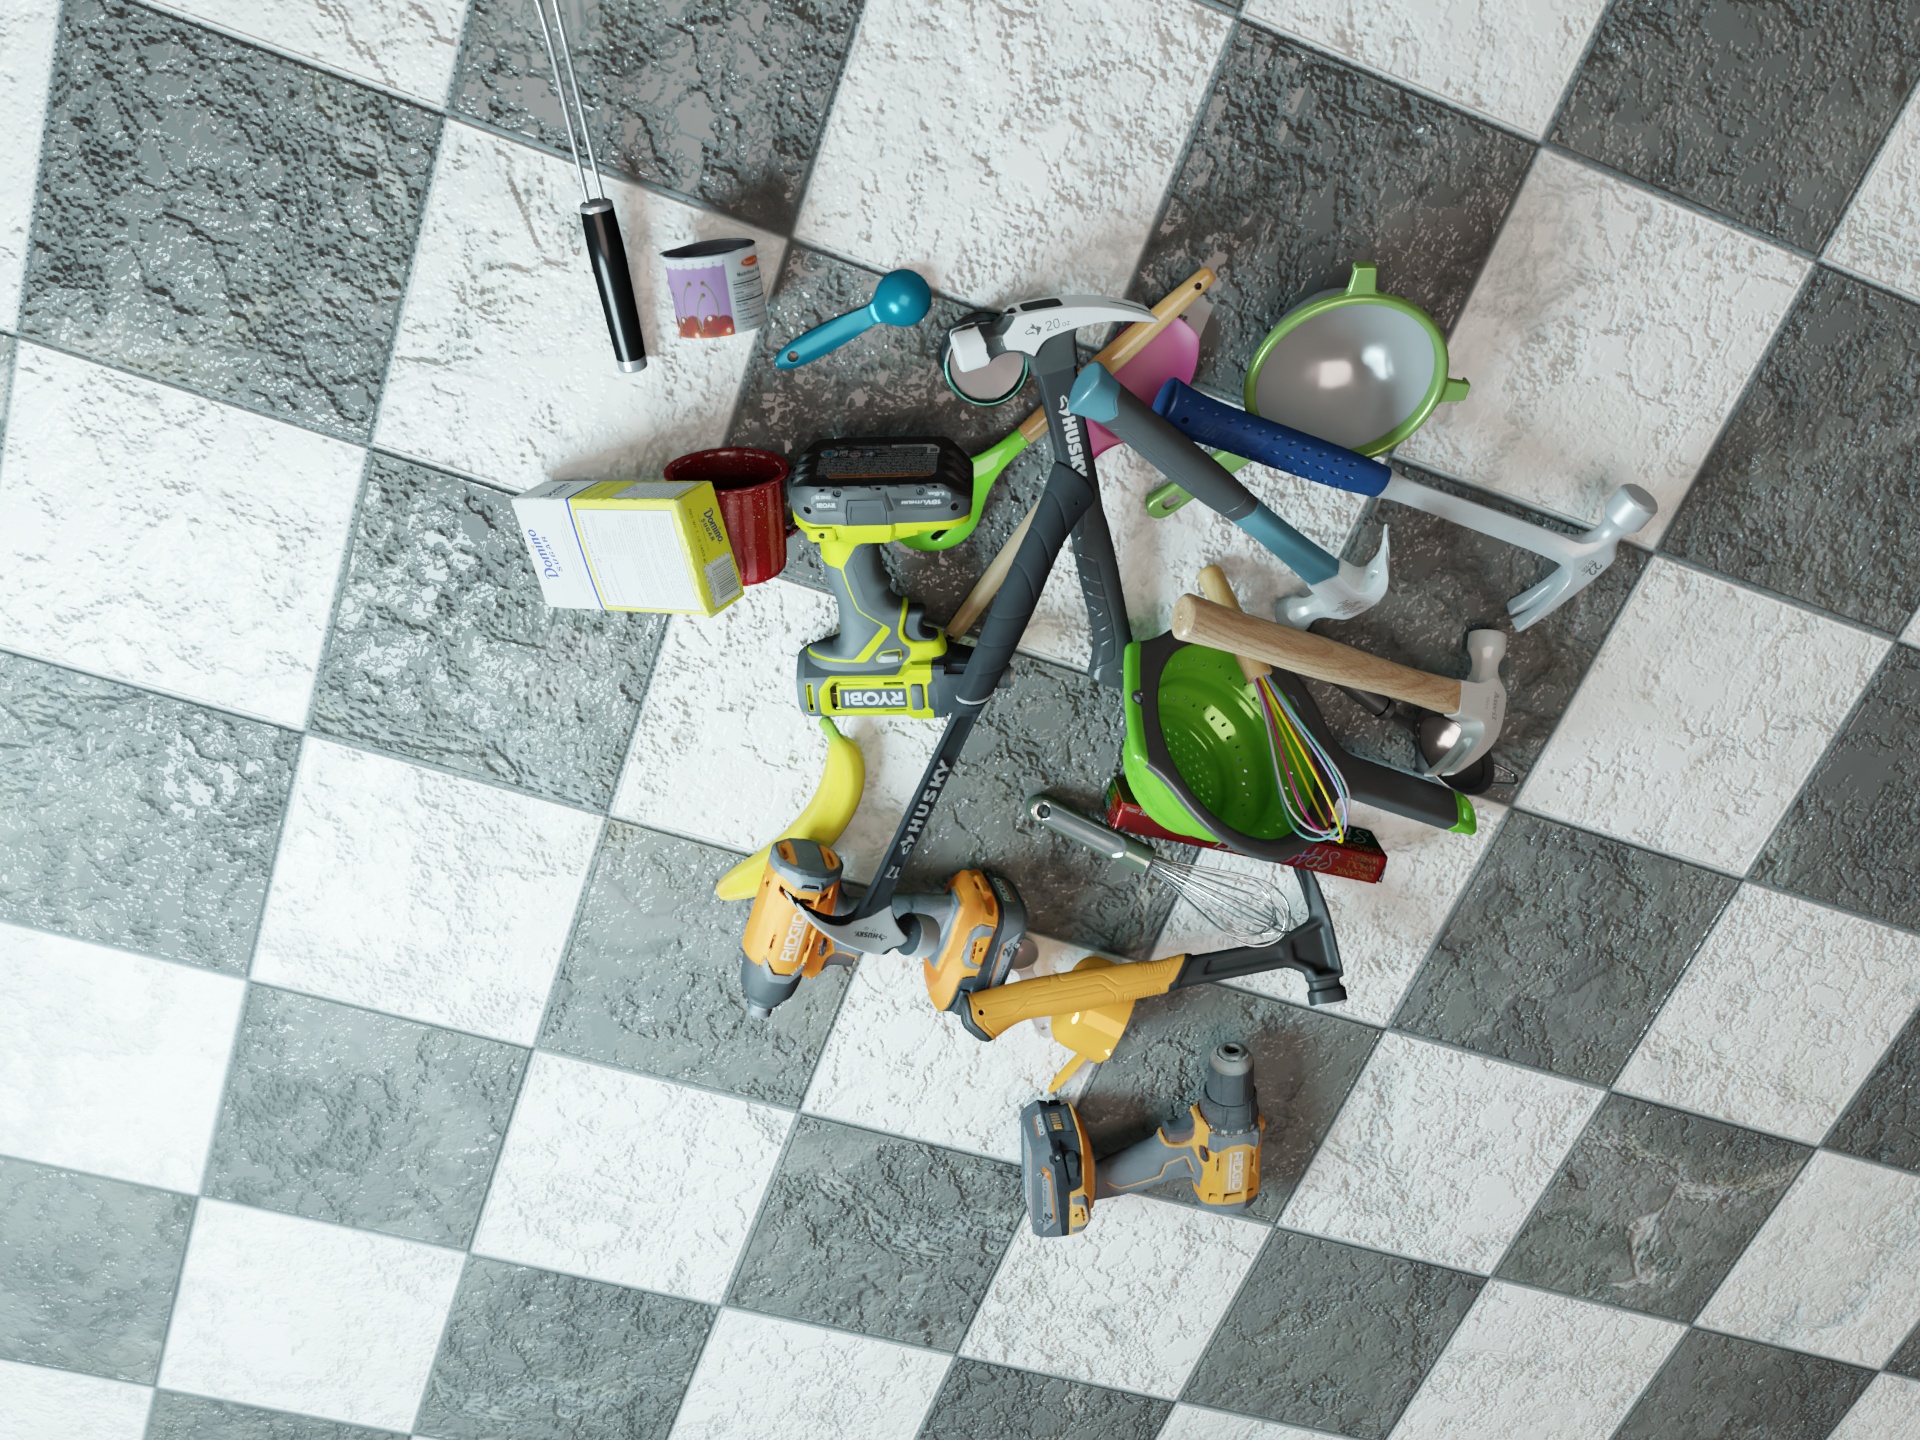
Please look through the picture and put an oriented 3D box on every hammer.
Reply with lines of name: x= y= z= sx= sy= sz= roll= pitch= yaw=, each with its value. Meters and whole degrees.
hammer: x=0.328 y=-0.174 z=1.217 sx=0.405 sy=0.035 sz=0.144 roll=15 pitch=133 yaw=-18
hammer: x=0.200 y=-0.163 z=1.179 sx=0.330 sy=0.033 sz=0.128 roll=30 pitch=146 yaw=-33
hammer: x=0.303 y=-0.040 z=1.244 sx=0.331 sy=0.031 sz=0.130 roll=13 pitch=78 yaw=-28
hammer: x=0.101 y=-0.165 z=1.222 sx=0.146 sy=0.035 sz=0.334 roll=-17 pitch=124 yaw=-1
hammer: x=0.162 y=0.212 z=1.364 sx=0.337 sy=0.034 sz=0.127 roll=-10 pitch=80 yaw=-11
hammer: x=-0.002 y=-0.004 z=1.204 sx=0.149 sy=0.036 sz=0.409 roll=14 pitch=105 yaw=-43

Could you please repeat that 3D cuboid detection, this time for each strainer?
strainer: x=0.244 y=-0.244 z=1.216 sx=0.256 sy=0.069 sz=0.151 roll=-33 pitch=129 yaw=29
strainer: x=0.358 y=-0.006 z=1.325 sx=0.258 sy=0.087 sz=0.050 roll=33 pitch=138 yaw=-19

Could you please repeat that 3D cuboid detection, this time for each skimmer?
skimmer: x=-0.263 y=-0.425 z=1.097 sx=0.127 sy=0.090 sz=0.363 roll=-10 pitch=125 yaw=-4

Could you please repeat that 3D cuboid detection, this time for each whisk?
whisk: x=0.245 y=-0.013 z=1.257 sx=0.051 sy=0.047 sz=0.245 roll=-31 pitch=72 yaw=27
whisk: x=0.167 y=0.123 z=1.347 sx=0.246 sy=0.059 sz=0.058 roll=26 pitch=95 yaw=6

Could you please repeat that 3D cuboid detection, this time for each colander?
colander: x=0.268 y=0.050 z=1.328 sx=0.396 sy=0.205 sz=0.094 roll=17 pitch=148 yaw=-29

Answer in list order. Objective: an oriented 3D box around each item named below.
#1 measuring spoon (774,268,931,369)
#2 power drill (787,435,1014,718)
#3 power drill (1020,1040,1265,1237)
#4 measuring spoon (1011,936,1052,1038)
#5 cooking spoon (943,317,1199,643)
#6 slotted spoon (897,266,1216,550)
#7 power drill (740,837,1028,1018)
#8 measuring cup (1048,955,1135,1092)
measuring spoon: x=-0.080 y=-0.291 z=1.178 sx=0.128 sy=0.021 sz=0.042 roll=-26 pitch=114 yaw=6
power drill: x=-0.046 y=-0.100 z=1.218 sx=0.171 sy=0.080 sz=0.223 roll=-1 pitch=128 yaw=3
power drill: x=0.173 y=0.388 z=1.481 sx=0.226 sy=0.084 sz=0.185 roll=-6 pitch=120 yaw=-7
measuring spoon: x=0.064 y=0.241 z=1.445 sx=0.034 sy=0.018 sz=0.124 roll=-17 pitch=122 yaw=2
cooking spoon: x=0.076 y=-0.180 z=1.246 sx=0.068 sy=0.017 sz=0.319 roll=35 pitch=107 yaw=-6
slotted spoon: x=0.067 y=-0.235 z=1.207 sx=0.313 sy=0.031 sz=0.070 roll=-39 pitch=111 yaw=14
power drill: x=-0.073 y=0.192 z=1.351 sx=0.226 sy=0.084 sz=0.164 roll=10 pitch=114 yaw=-22
measuring cup: x=0.099 y=0.281 z=1.438 sx=0.052 sy=0.095 sz=0.173 roll=27 pitch=130 yaw=-6
